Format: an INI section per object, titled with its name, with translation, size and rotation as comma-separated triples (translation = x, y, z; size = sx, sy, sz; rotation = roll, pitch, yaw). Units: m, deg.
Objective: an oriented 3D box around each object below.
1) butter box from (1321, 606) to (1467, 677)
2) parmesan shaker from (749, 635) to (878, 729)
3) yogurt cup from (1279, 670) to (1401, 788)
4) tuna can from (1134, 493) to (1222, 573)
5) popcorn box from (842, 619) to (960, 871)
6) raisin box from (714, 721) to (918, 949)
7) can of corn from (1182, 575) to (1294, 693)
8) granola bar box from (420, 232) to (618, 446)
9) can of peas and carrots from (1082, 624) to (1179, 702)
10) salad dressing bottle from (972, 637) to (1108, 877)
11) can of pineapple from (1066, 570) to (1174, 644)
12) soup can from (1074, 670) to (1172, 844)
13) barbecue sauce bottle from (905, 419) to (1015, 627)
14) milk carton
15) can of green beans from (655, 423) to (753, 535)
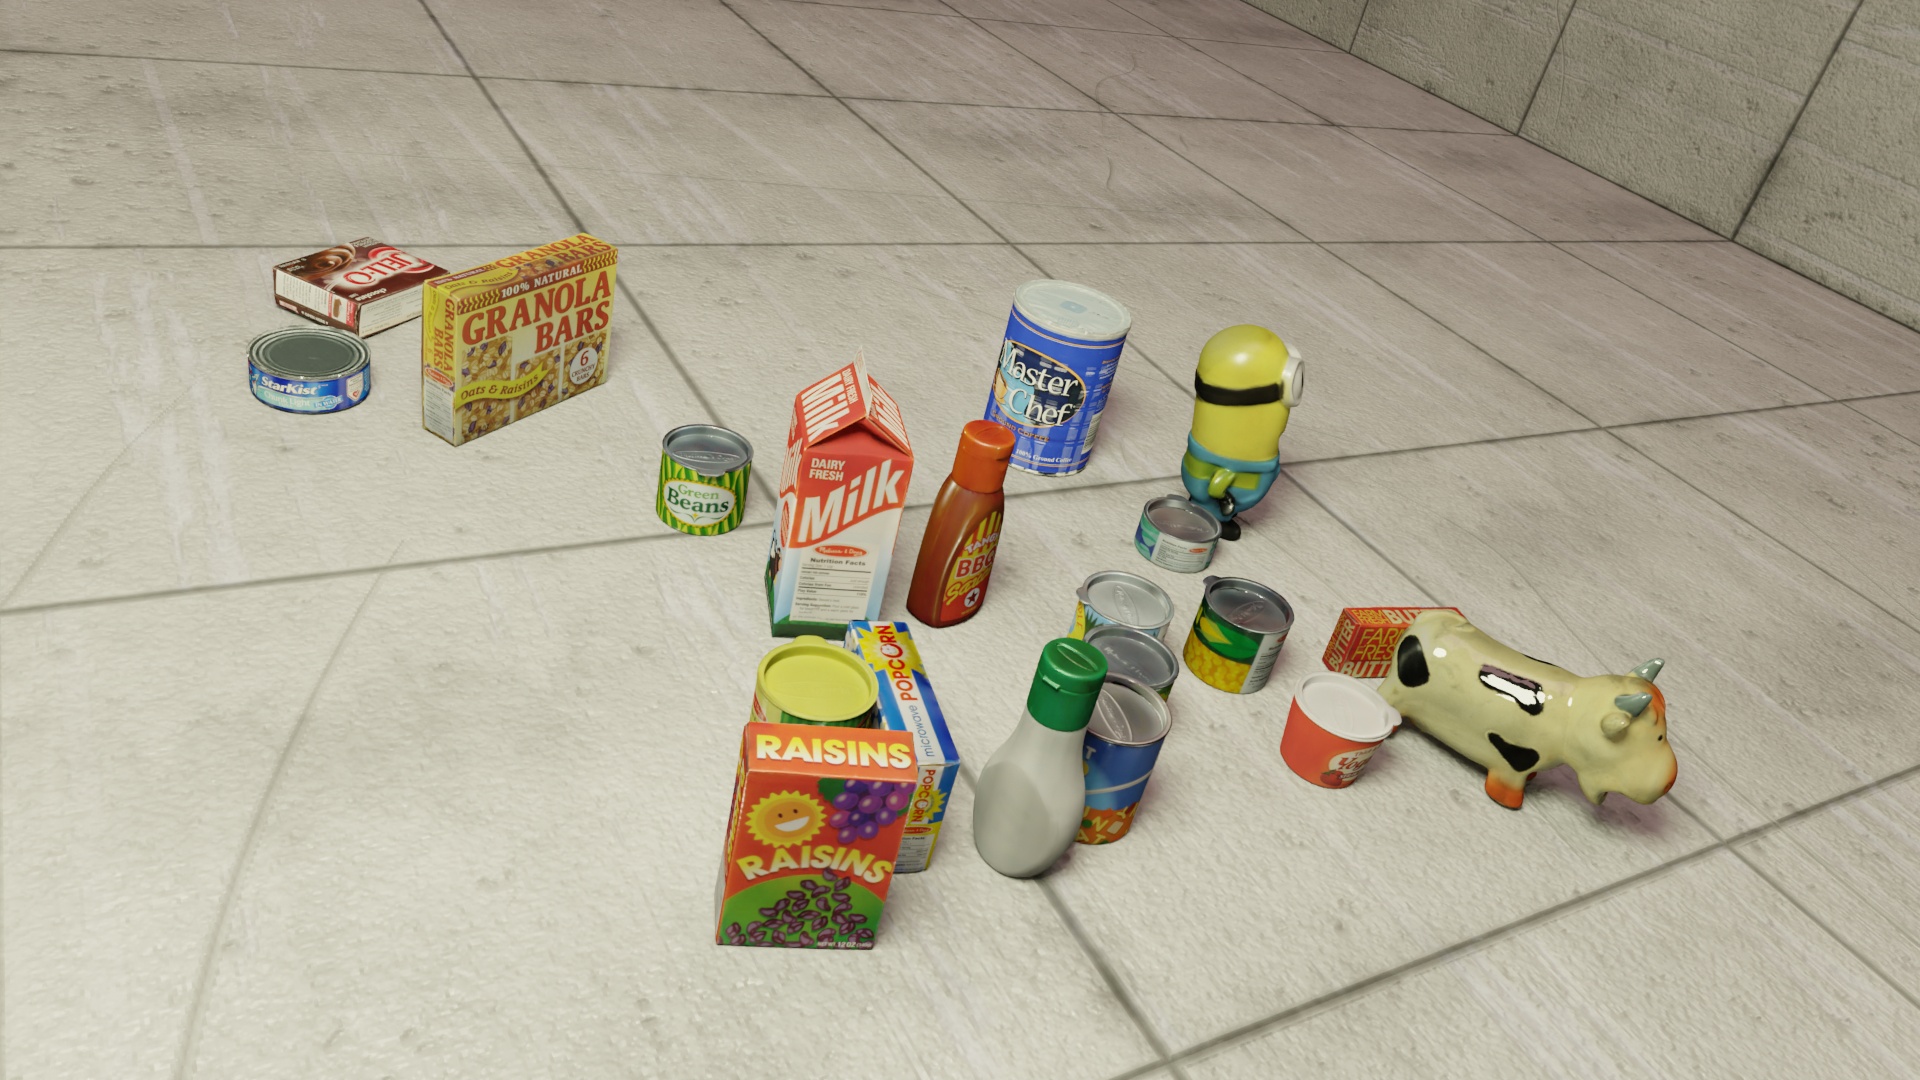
[butter box]
translation = 0.329, 0.077, 1.048
size = 0.104, 0.052, 0.024
rotation = 1, 34, -20
[parmesan shaker]
translation = -0.088, 0.115, 0.777
size = 0.071, 0.102, 0.072
rotation = 10, 32, -7
[yogurt cup]
translation = 0.250, 0.129, 0.935
size = 0.072, 0.053, 0.073
rotation = 10, 32, -7
[tuna can]
translation = 0.177, -0.006, 1.133
size = 0.071, 0.032, 0.071
rotation = 10, 32, -7
[popcorn box]
translation = -0.042, 0.117, 0.808
size = 0.038, 0.084, 0.127
rotation = 1, 34, -20
[raisin box]
translation = -0.075, 0.151, 0.707
size = 0.086, 0.122, 0.040
rotation = 6, 33, -13
[can of corn]
translation = 0.198, 0.067, 1.006
size = 0.071, 0.058, 0.071
rotation = 10, 32, -7
[granola bar box]
translation = -0.341, -0.159, 1.078
size = 0.039, 0.123, 0.166
rotation = 27, 34, 19
[can of peas and carrots]
translation = 0.103, 0.099, 0.919
size = 0.071, 0.058, 0.071
rotation = 10, 32, -7
[salad dressing bottle]
translation = 0.046, 0.122, 0.777
size = 0.064, 0.146, 0.044
rotation = 35, 37, 29
[can of pineapple]
translation = 0.109, 0.062, 0.978
size = 0.071, 0.057, 0.071
rotation = 10, 32, -7
[soup can]
translation = 0.081, 0.131, 0.837
size = 0.071, 0.083, 0.072
rotation = 10, 32, -7
[barbecue sauce bottle]
translation = 0.003, -0.012, 0.966
size = 0.044, 0.147, 0.065
rotation = 34, 37, 28
[milk carton]
translation = -0.080, -0.030, 0.921
size = 0.073, 0.189, 0.073
rotation = 5, 33, -15
[can of green beans]
translation = -0.189, -0.045, 1.024
size = 0.071, 0.057, 0.071
rotation = 10, 32, -7
